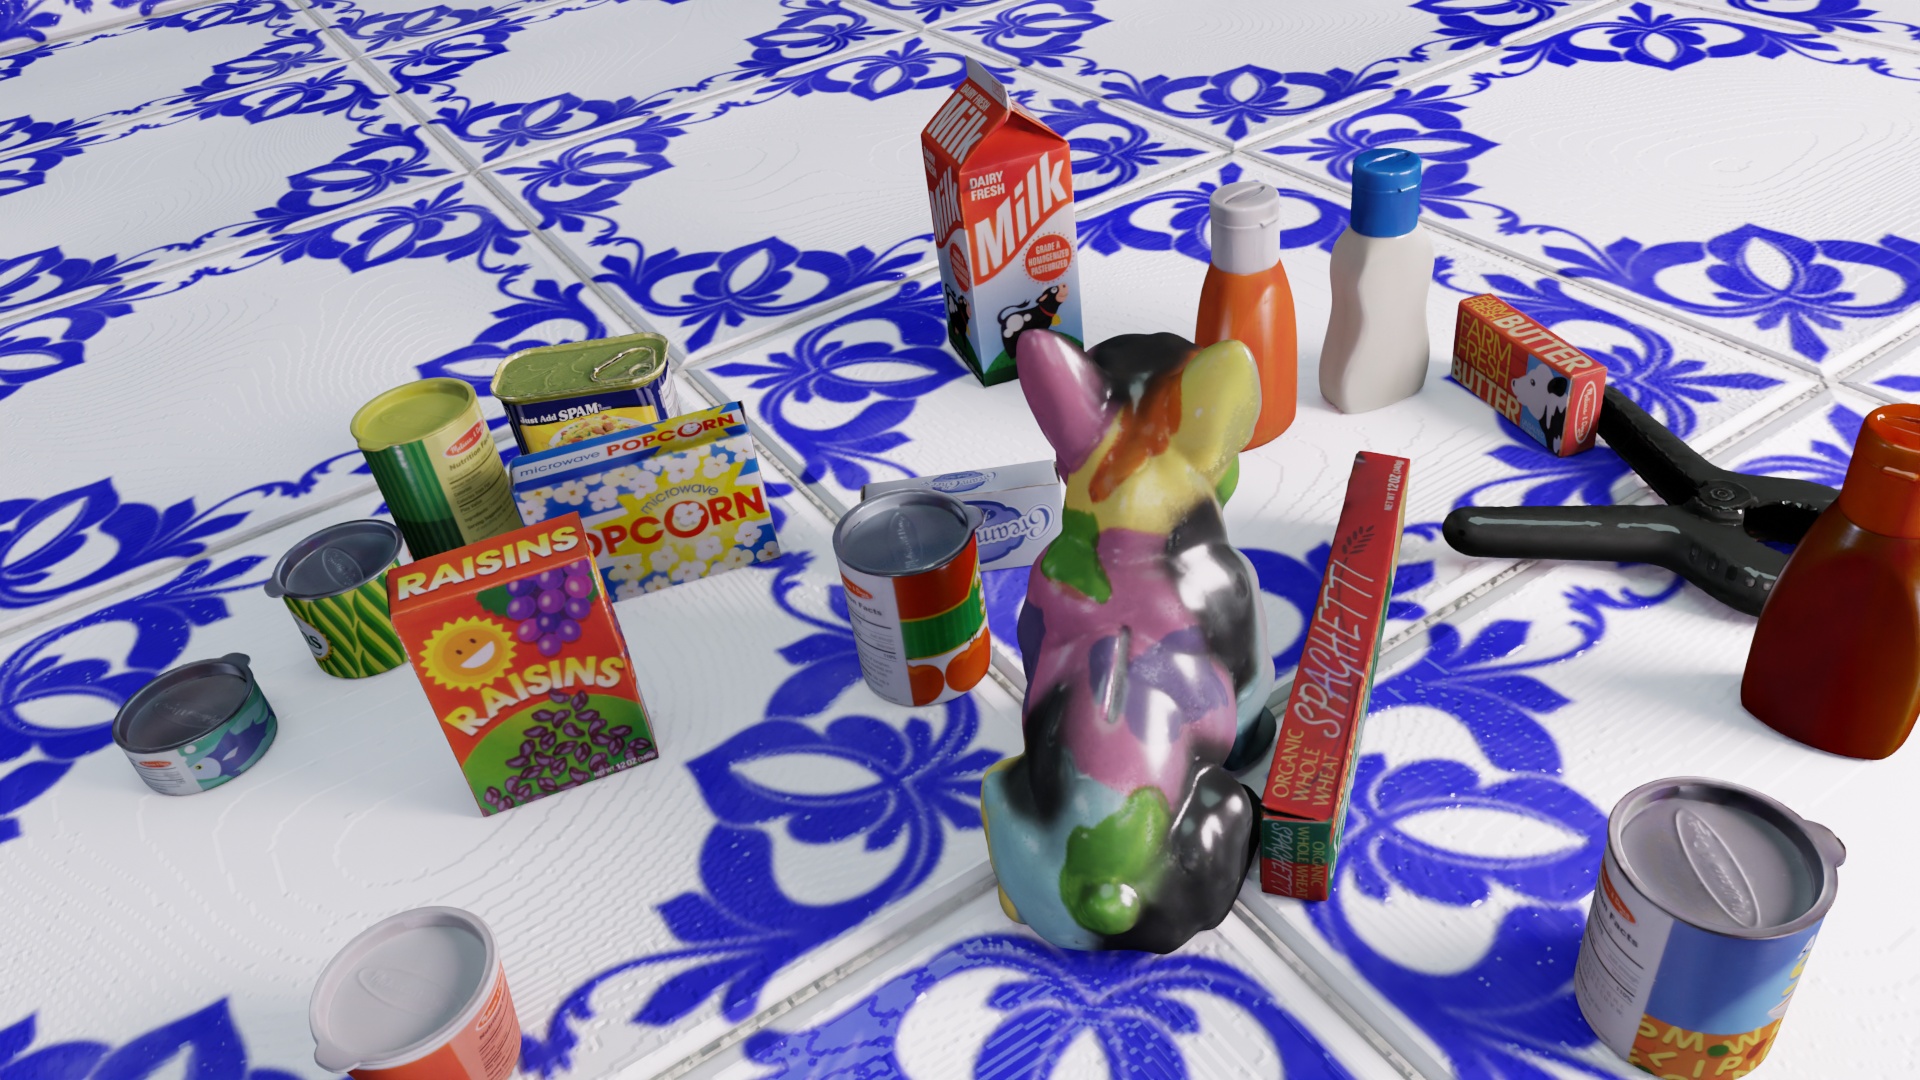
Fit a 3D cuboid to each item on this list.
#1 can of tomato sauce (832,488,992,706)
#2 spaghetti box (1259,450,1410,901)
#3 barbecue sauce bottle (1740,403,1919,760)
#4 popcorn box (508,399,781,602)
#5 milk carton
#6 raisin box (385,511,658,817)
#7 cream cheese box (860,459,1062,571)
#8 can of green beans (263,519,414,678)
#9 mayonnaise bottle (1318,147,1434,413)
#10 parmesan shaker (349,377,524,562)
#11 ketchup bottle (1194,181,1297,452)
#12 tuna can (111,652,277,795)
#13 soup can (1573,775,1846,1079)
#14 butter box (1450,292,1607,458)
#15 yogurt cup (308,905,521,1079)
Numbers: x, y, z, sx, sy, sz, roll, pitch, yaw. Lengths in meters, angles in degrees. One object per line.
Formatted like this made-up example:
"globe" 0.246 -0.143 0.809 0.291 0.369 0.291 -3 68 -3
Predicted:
"can of tomato sauce" -0.019 0.027 0.663 0.071 0.082 0.071 -5 37 4
"spaghetti box" 0.172 0.049 0.624 0.029 0.050 0.251 8 40 20
"barbecue sauce bottle" 0.358 0.018 0.548 0.065 0.147 0.044 25 48 36
"popcorn box" -0.168 -0.017 0.748 0.127 0.084 0.038 -16 37 -10
"milk carton" 0.026 -0.199 0.865 0.073 0.189 0.072 -18 38 -12
"raisin box" -0.193 0.057 0.624 0.086 0.122 0.040 -18 38 -12
"cream cheese box" 0.003 -0.009 0.731 0.104 0.053 0.024 -8 37 1
"can of green beans" -0.319 0.031 0.737 0.071 0.057 0.071 -5 37 4
"mayonnaise bottle" 0.238 -0.146 0.788 0.065 0.147 0.041 -20 38 -15
"parmesan shaker" -0.288 -0.028 0.772 0.071 0.102 0.072 -5 37 4
"ketchup bottle" 0.159 -0.123 0.772 0.065 0.148 0.043 -28 41 -24
"tuna can" -0.377 0.090 0.690 0.071 0.032 0.071 -5 37 4
"soup can" 0.252 0.132 0.471 0.071 0.083 0.072 -5 37 4
"butter box" 0.318 -0.095 0.784 0.024 0.052 0.104 -17 38 -11
"yogurt cup" -0.199 0.180 0.520 0.072 0.053 0.073 -5 37 4
